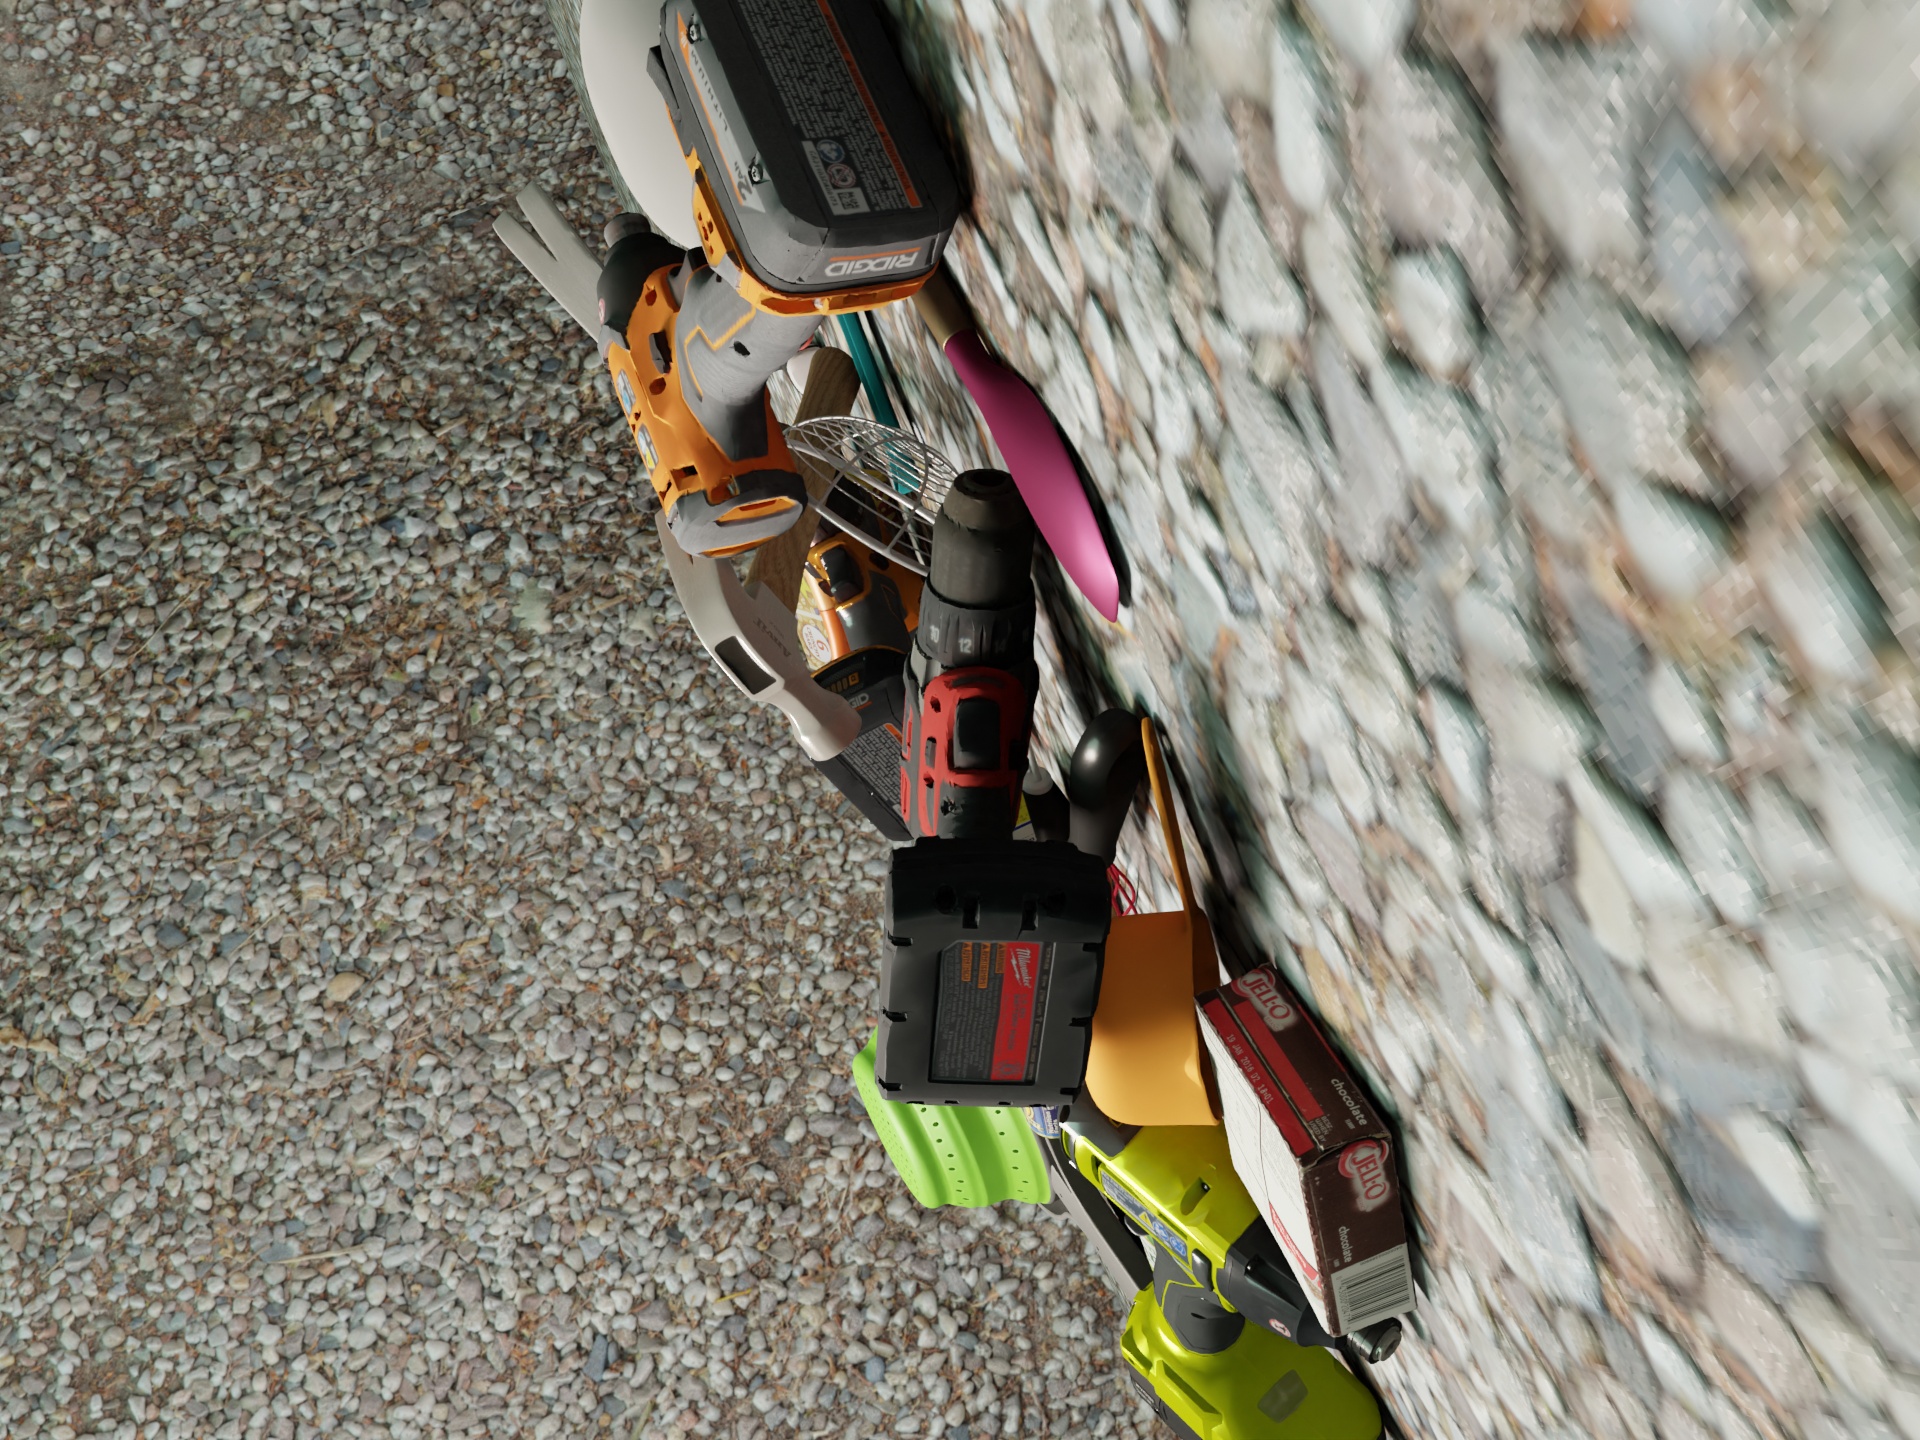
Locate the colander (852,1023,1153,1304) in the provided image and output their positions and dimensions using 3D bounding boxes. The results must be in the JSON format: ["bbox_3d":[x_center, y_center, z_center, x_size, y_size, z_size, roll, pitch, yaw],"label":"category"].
[{"bbox_3d":[0.031,0.297,0.994,0.398,0.094,0.204,50,159,43],"label":"colander"}]

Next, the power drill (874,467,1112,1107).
[{"bbox_3d":[0.008,0.022,0.649,0.227,0.080,0.187,-93,7,-55],"label":"power drill"}]

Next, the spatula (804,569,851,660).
[{"bbox_3d":[-0.092,-0.099,1.076,0.041,0.081,0.322,12,127,53],"label":"spatula"}]

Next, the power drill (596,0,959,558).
[{"bbox_3d":[-0.094,-0.186,0.642,0.164,0.084,0.226,66,151,13],"label":"power drill"}]

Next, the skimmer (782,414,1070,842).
[{"bbox_3d":[-0.001,-0.003,0.849,0.127,0.090,0.362,-122,10,-54],"label":"skimmer"}]

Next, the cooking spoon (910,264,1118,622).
[{"bbox_3d":[-0.011,-0.170,0.640,0.068,0.017,0.319,81,164,-65],"label":"cooking spoon"}]

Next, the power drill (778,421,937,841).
[{"bbox_3d":[-0.064,-0.062,0.954,0.185,0.084,0.226,50,-161,-45],"label":"power drill"}]

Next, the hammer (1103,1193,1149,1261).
[{"bbox_3d":[0.072,0.245,1.020,0.335,0.035,0.146,56,162,29],"label":"hammer"}]

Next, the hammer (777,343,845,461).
[{"bbox_3d":[-0.064,-0.123,1.207,0.127,0.034,0.336,-135,22,-71],"label":"hammer"}]

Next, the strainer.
[{"bbox_3d":[-0.122,-0.270,0.856,0.211,0.095,0.340,-146,35,-79],"label":"strainer"}]

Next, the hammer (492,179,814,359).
[{"bbox_3d":[-0.146,-0.239,0.921,0.149,0.036,0.359,47,-165,-8],"label":"hammer"}]

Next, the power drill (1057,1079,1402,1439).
[{"bbox_3d":[0.132,0.272,0.737,0.171,0.080,0.223,34,150,41],"label":"power drill"}]

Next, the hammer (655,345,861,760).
[{"bbox_3d":[-0.088,-0.123,0.855,0.130,0.031,0.332,49,-155,-27],"label":"hammer"}]

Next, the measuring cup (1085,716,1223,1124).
[{"bbox_3d":[0.070,0.083,0.646,0.095,0.052,0.173,-54,-47,-67],"label":"measuring cup"}]

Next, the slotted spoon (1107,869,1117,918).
[{"bbox_3d":[0.095,0.192,0.980,0.070,0.031,0.313,54,162,42],"label":"slotted spoon"}]

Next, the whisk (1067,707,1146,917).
[{"bbox_3d":[0.060,0.070,0.756,0.295,0.073,0.073,91,155,-62],"label":"whisk"}]
